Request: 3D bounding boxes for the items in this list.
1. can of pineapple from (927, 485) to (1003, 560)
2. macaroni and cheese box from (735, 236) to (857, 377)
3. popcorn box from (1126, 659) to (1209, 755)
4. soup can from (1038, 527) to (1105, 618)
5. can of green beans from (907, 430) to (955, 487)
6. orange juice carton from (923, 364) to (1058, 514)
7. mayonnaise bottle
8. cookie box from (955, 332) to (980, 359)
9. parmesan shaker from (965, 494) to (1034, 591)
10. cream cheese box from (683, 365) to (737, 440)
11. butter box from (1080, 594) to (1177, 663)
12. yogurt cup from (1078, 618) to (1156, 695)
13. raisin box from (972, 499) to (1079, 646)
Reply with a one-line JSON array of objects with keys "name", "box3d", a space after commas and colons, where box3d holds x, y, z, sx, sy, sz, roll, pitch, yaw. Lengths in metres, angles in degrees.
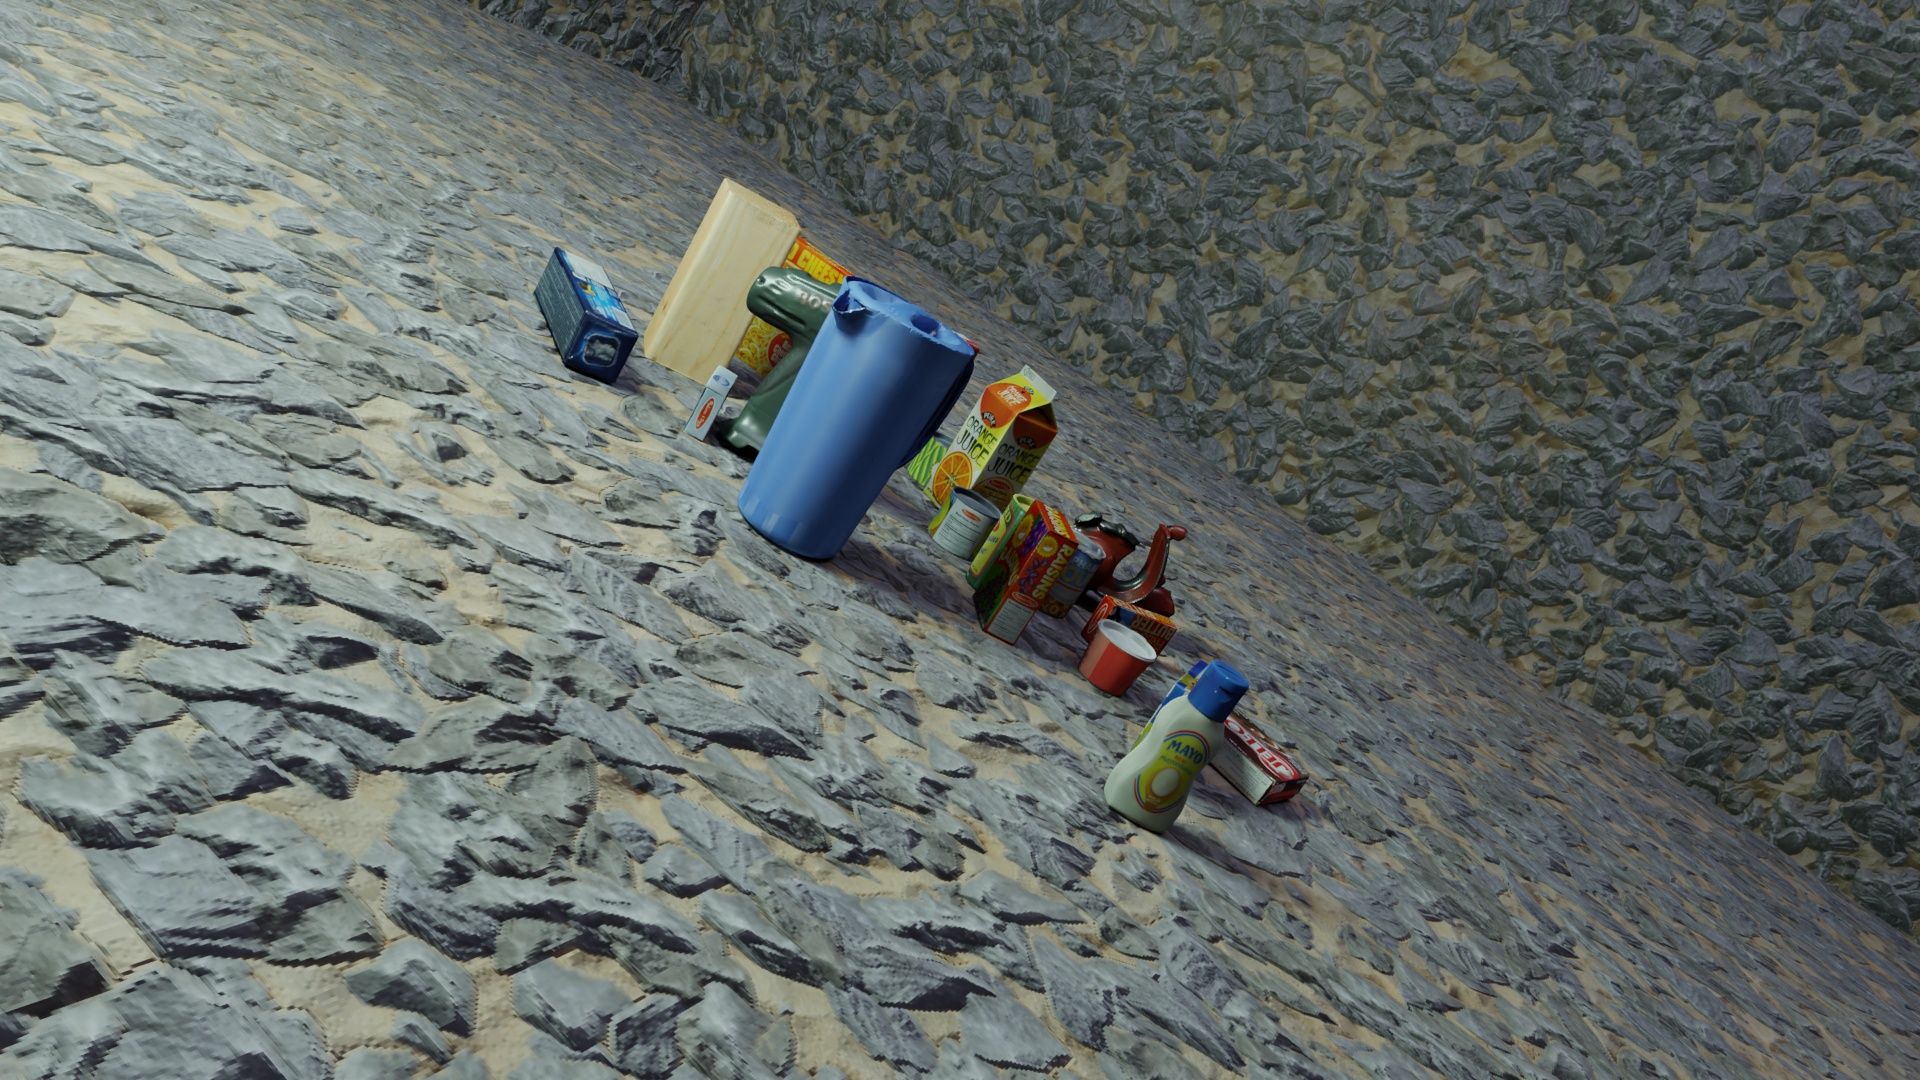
[{"name": "can of pineapple", "box3d": [0.005, -0.019, 1.535, 0.071, 0.057, 0.071, 29, 16, -9]}, {"name": "macaroni and cheese box", "box3d": [-0.206, -0.280, 1.724, 0.124, 0.166, 0.040, 37, 16, 17]}, {"name": "popcorn box", "box3d": [0.207, 0.166, 1.306, 0.038, 0.085, 0.127, 36, 16, 14]}, {"name": "soup can", "box3d": [0.110, 0.035, 1.520, 0.071, 0.083, 0.071, 29, 16, -9]}, {"name": "can of green beans", "box3d": [-0.023, -0.094, 1.705, 0.071, 0.057, 0.071, 29, 16, -9]}, {"name": "orange juice carton", "box3d": [0.045, -0.110, 1.634, 0.073, 0.192, 0.072, 18, 20, -41]}, {"name": "mayonnaise bottle", "box3d": [0.181, 0.167, 1.139, 0.065, 0.147, 0.041, 29, 16, -9]}, {"name": "cookie box", "box3d": [-0.064, -0.189, 1.714, 0.123, 0.167, 0.040, 12, 25, -51]}, {"name": "parmesan shaker", "box3d": [0.057, 0.013, 1.453, 0.071, 0.102, 0.071, 29, 16, -9]}, {"name": "cream cheese box", "box3d": [-0.256, -0.142, 1.424, 0.024, 0.053, 0.104, 29, 16, -11]}, {"name": "butter box", "box3d": [0.186, 0.099, 1.525, 0.103, 0.053, 0.024, 20, 19, -36]}, {"name": "yogurt cup", "box3d": [0.155, 0.120, 1.403, 0.072, 0.053, 0.072, 29, 16, -9]}, {"name": "raisin box", "box3d": [0.064, 0.031, 1.374, 0.040, 0.123, 0.086, 28, 16, -15]}]
